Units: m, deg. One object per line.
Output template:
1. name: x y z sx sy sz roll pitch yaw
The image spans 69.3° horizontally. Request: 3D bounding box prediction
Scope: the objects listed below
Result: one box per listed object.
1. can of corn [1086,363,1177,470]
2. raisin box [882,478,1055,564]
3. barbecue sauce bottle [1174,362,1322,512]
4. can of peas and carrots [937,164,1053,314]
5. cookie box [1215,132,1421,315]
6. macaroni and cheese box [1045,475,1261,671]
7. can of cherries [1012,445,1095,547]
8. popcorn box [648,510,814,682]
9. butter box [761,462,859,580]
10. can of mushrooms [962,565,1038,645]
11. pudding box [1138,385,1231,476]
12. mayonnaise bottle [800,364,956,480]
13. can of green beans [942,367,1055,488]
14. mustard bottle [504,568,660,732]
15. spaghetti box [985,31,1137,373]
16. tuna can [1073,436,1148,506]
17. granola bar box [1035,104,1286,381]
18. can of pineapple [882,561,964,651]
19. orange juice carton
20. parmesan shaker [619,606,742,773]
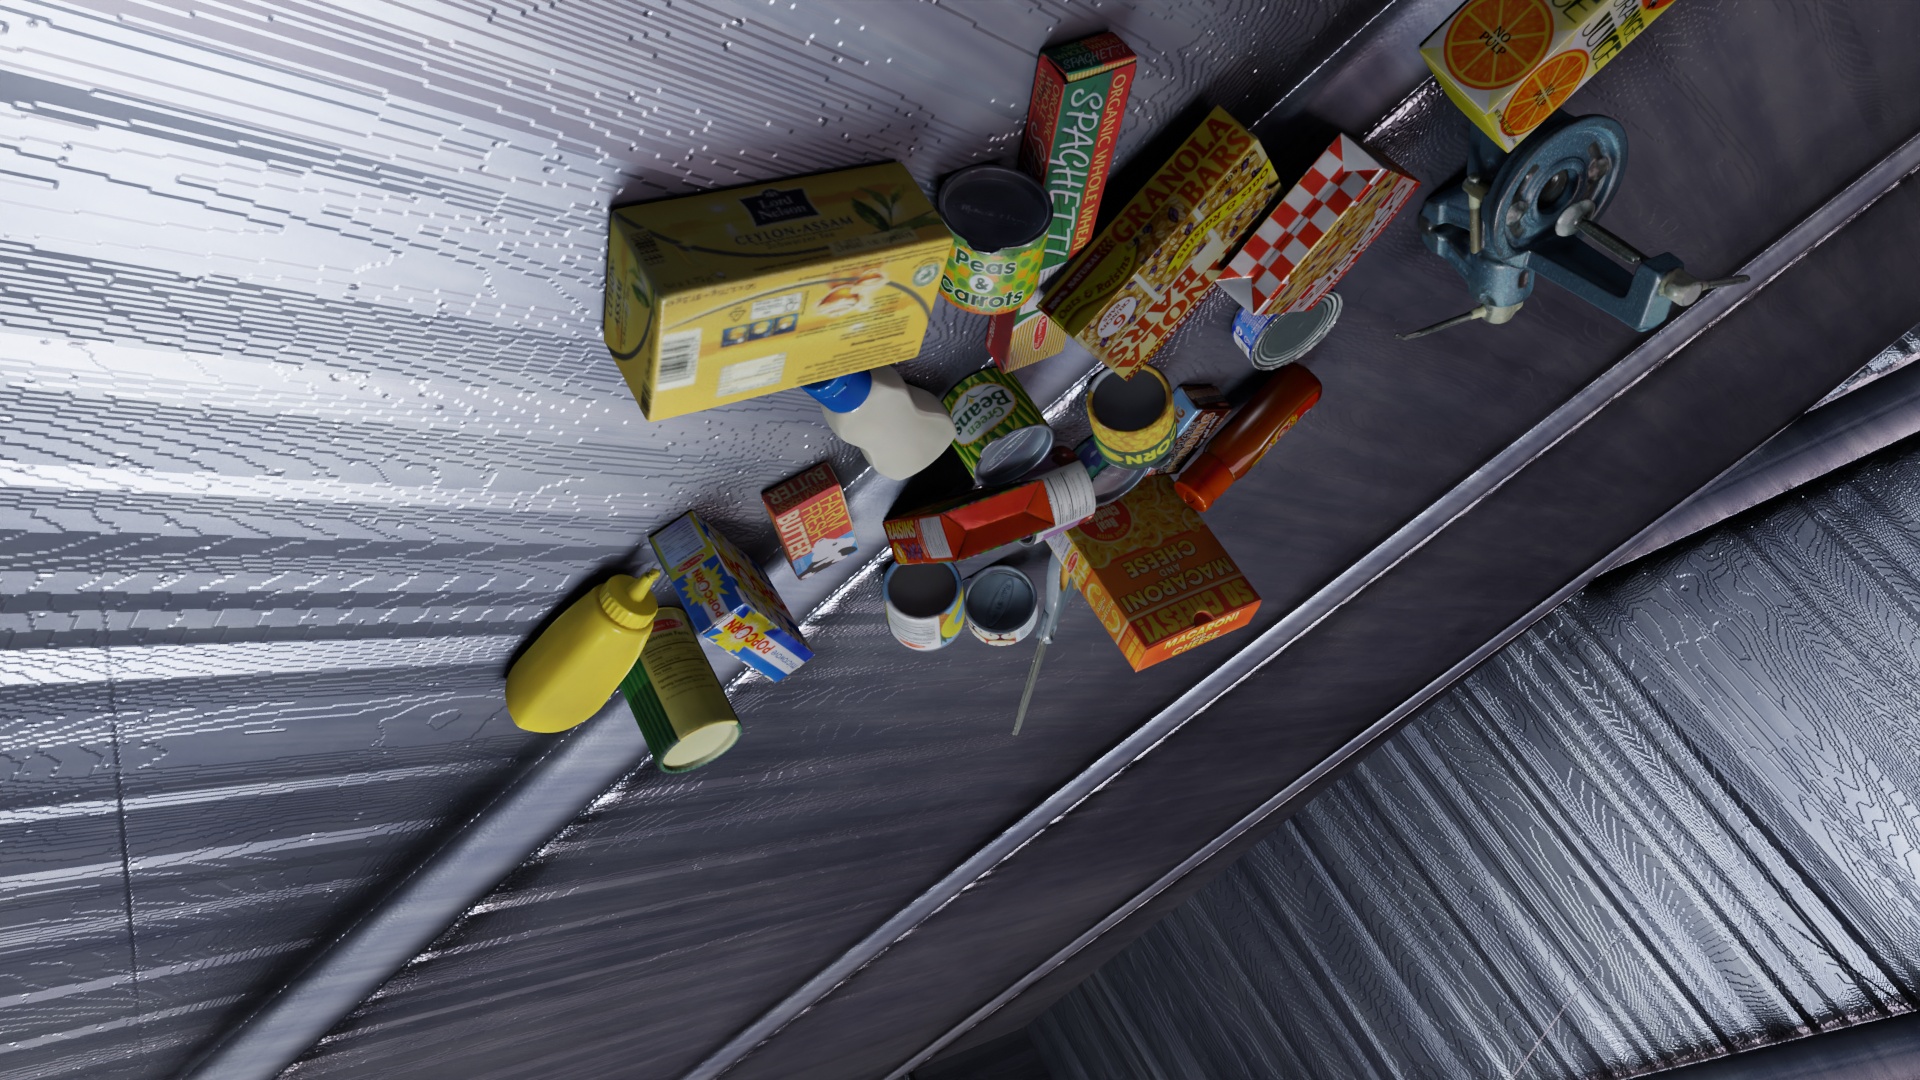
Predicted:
1. can of corn: 0.134 -0.095 1.071 0.071 0.071 0.058 -31 153 -3
2. raisin box: 0.004 -0.013 1.036 0.086 0.040 0.123 -20 -175 -22
3. barbecue sauce bottle: 0.246 -0.088 1.195 0.149 0.044 0.064 -44 172 -11
4. can of peas and carrots: 0.017 -0.172 0.805 0.071 0.071 0.058 -23 153 -20
5. cookie box: 0.253 -0.215 0.966 0.122 0.040 0.168 -50 167 24
6. macaroni and cheese box: 0.157 0.016 1.179 0.124 0.167 0.040 -20 151 -25
7. can of cherries: 0.065 -0.037 1.106 0.058 0.072 0.071 -24 153 -19
8. popcorn box: -0.157 0.041 0.966 0.038 0.085 0.126 -35 154 2
9. butter box: -0.106 -0.013 0.999 0.053 0.024 0.103 -29 154 -10
10. can of mushrooms: 0.034 0.057 1.234 0.071 0.071 0.033 -29 155 -7
11. pudding box: 0.185 -0.093 1.178 0.050 0.030 0.083 -5 143 -43
12. mayonnaise bottle: -0.057 -0.087 0.906 0.064 0.041 0.148 -39 153 9
13. can of green beans: 0.025 -0.080 0.988 0.071 0.058 0.071 -26 154 -14
14. mustard bottle: -0.250 0.069 0.952 0.159 0.049 0.065 -46 150 24
15. spaghetti box: 0.057 -0.198 0.853 0.050 0.029 0.248 -23 153 -20
16. tuna can: 0.121 -0.060 1.160 0.071 0.033 0.070 -26 153 -14
17. granola bar box: 0.137 -0.187 0.908 0.165 0.039 0.124 -47 159 11
18. can of pineapple: -0.030 0.048 1.146 0.071 0.071 0.057 -26 153 -13
19. orange juice carton: 0.407 -0.359 0.912 0.192 0.073 0.072 -43 152 20
20. parmesan shaker: -0.211 0.109 1.003 0.071 0.103 0.071 -25 153 -14
